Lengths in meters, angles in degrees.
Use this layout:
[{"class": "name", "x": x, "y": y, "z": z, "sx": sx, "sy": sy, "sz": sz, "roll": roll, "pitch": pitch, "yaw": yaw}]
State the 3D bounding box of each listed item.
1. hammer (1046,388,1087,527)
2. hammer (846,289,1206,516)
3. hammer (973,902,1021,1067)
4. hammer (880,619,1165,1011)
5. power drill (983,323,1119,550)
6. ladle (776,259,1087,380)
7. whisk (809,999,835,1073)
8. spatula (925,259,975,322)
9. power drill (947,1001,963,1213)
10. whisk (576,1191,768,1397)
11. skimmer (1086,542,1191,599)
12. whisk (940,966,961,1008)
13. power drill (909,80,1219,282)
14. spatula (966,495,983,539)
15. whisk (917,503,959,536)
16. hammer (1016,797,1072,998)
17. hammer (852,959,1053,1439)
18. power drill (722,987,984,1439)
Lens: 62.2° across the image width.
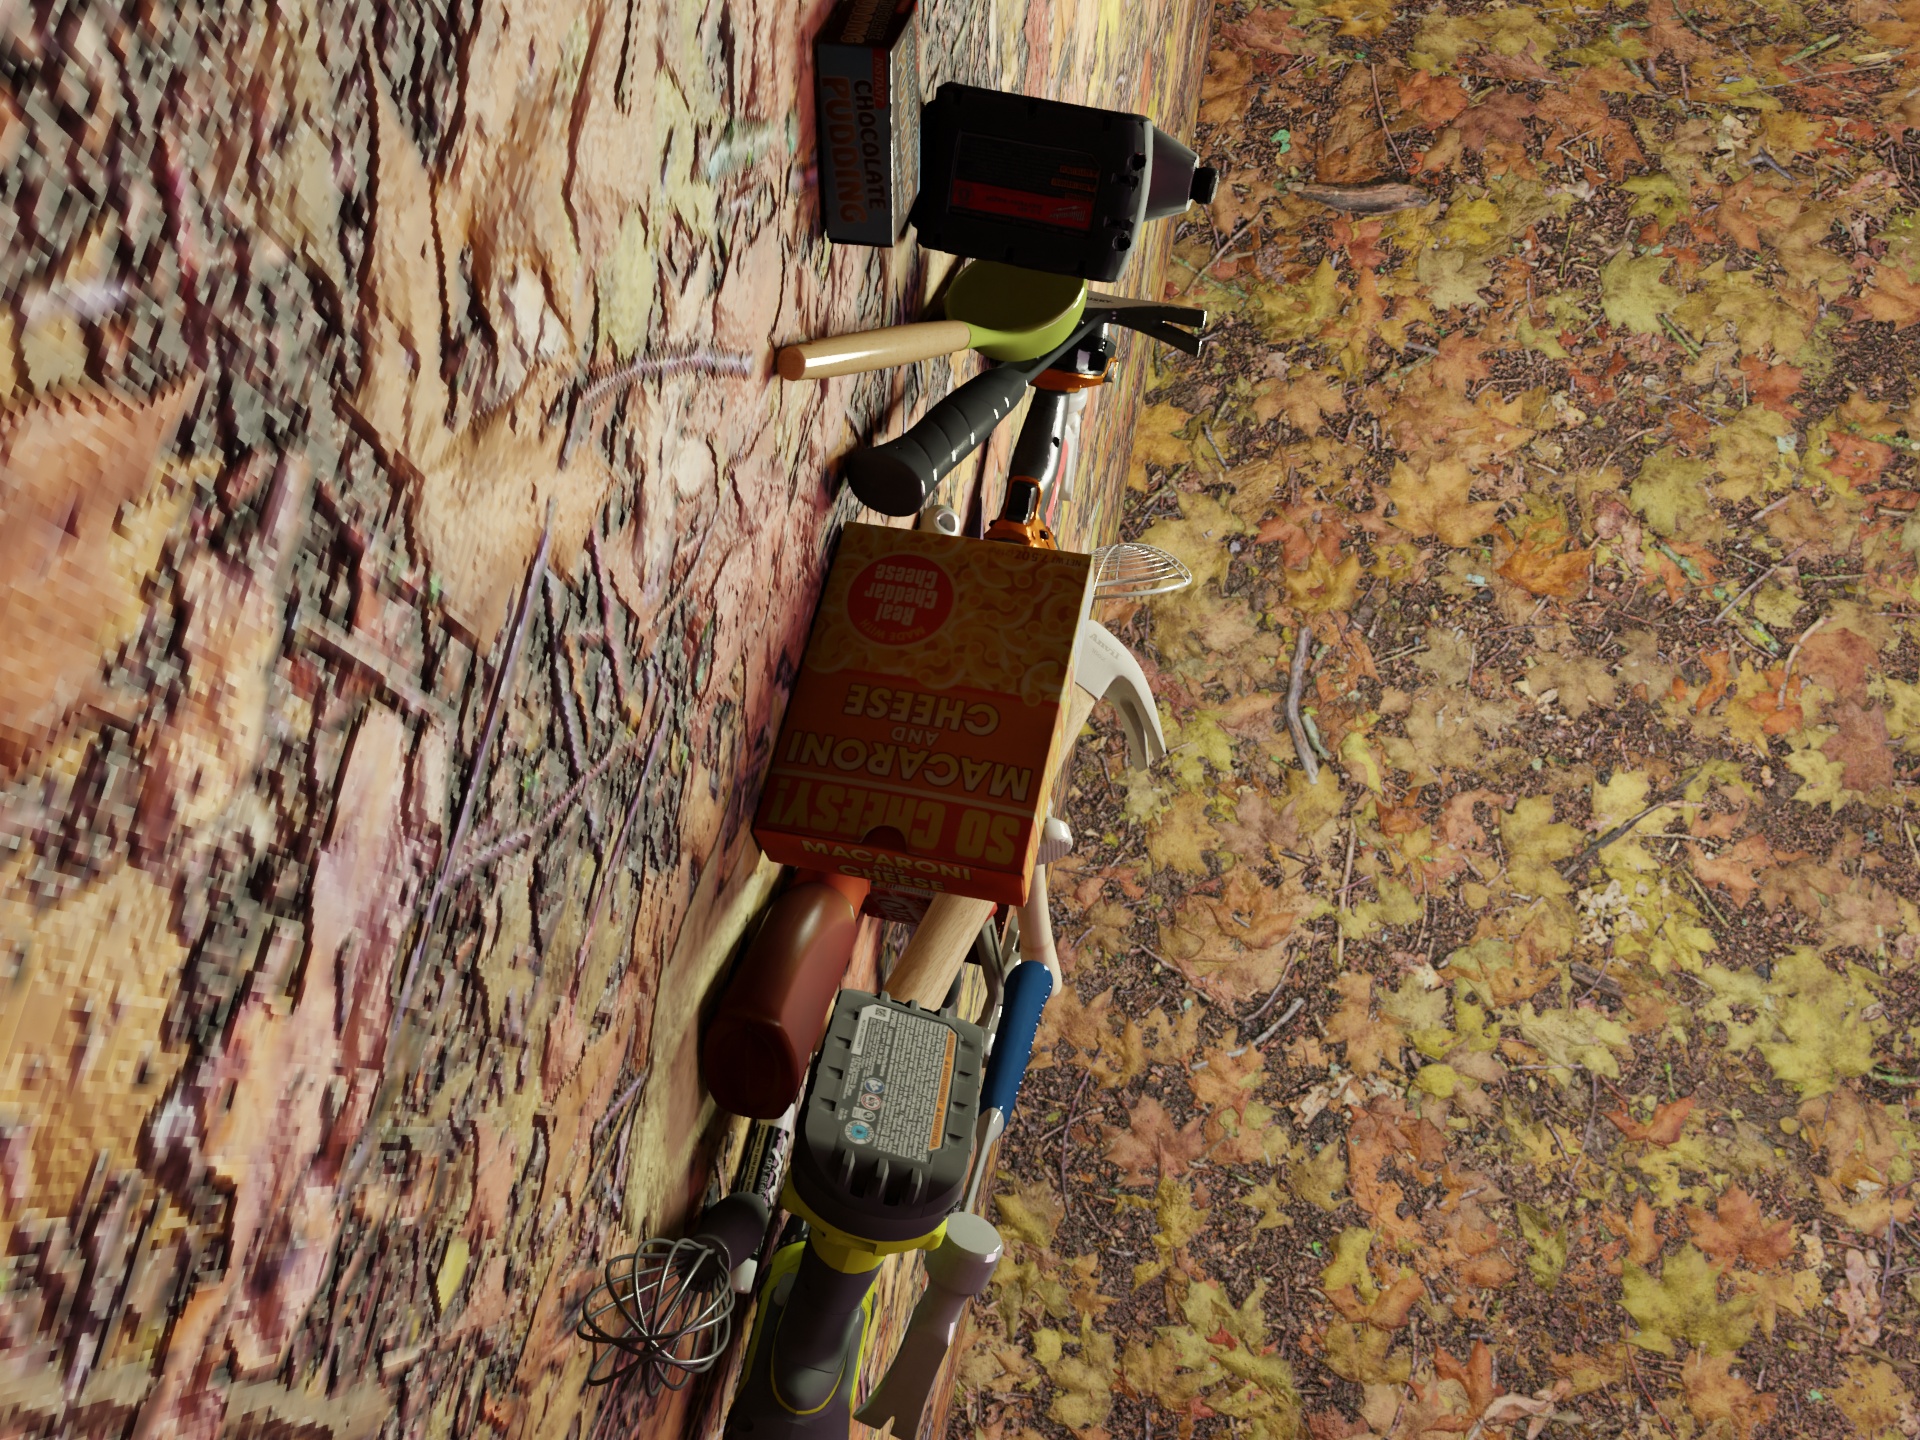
[{"class": "hammer", "x": 0.060, "y": -0.138, "z": 1.431, "sx": 0.143, "sy": 0.038, "sz": 0.387, "roll": 93, "pitch": 10, "yaw": -50}, {"class": "hammer", "x": 0.033, "y": -0.193, "z": 0.904, "sx": 0.409, "sy": 0.149, "sz": 0.036, "roll": -54, "pitch": 154, "yaw": -58}, {"class": "hammer", "x": 0.016, "y": 0.129, "z": 1.262, "sx": 0.358, "sy": 0.037, "sz": 0.149, "roll": 78, "pitch": 28, "yaw": -50}, {"class": "hammer", "x": 0.028, "y": 0.064, "z": 0.942, "sx": 0.031, "sy": 0.130, "sz": 0.331, "roll": -43, "pitch": -167, "yaw": 53}, {"class": "power drill", "x": 0.052, "y": -0.190, "z": 1.161, "sx": 0.164, "sy": 0.084, "sz": 0.226, "roll": -53, "pitch": 155, "yaw": -73}, {"class": "ladle", "x": -0.012, "y": -0.192, "z": 0.747, "sx": 0.320, "sy": 0.078, "sz": 0.062, "roll": -39, "pitch": 129, "yaw": -64}, {"class": "whisk", "x": -0.071, "y": 0.186, "z": 0.878, "sx": 0.244, "sy": 0.051, "sz": 0.047, "roll": 84, "pitch": 23, "yaw": -54}, {"class": "spatula", "x": 0.017, "y": -0.291, "z": 0.982, "sx": 0.318, "sy": 0.044, "sz": 0.082, "roll": -62, "pitch": 161, "yaw": -52}, {"class": "power drill", "x": -0.031, "y": 0.279, "z": 1.169, "sx": 0.226, "sy": 0.080, "sz": 0.188, "roll": 82, "pitch": 12, "yaw": -78}, {"class": "whisk", "x": -0.108, "y": 0.227, "z": 0.657, "sx": 0.239, "sy": 0.055, "sz": 0.055, "roll": 73, "pitch": 28, "yaw": -83}, {"class": "skimmer", "x": 0.085, "y": -0.019, "z": 1.374, "sx": 0.090, "sy": 0.127, "sz": 0.363, "roll": 49, "pitch": 58, "yaw": -36}, {"class": "whisk", "x": -0.013, "y": 0.110, "z": 1.072, "sx": 0.284, "sy": 0.070, "sz": 0.070, "roll": 91, "pitch": 12, "yaw": -46}, {"class": "power drill", "x": 0.061, "y": -0.293, "z": 0.855, "sx": 0.220, "sy": 0.143, "sz": 0.078, "roll": -58, "pitch": 159, "yaw": -65}, {"class": "spatula", "x": 0.001, "y": -0.034, "z": 0.902, "sx": 0.316, "sy": 0.018, "sz": 0.059, "roll": -86, "pitch": -168, "yaw": -55}, {"class": "whisk", "x": -0.031, "y": -0.026, "z": 0.909, "sx": 0.059, "sy": 0.057, "sz": 0.247, "roll": -34, "pitch": -143, "yaw": 49}, {"class": "hammer", "x": 0.049, "y": 0.109, "z": 1.187, "sx": 0.410, "sy": 0.038, "sz": 0.146, "roll": 81, "pitch": -6, "yaw": -62}, {"class": "hammer", "x": 0.013, "y": 0.255, "z": 0.958, "sx": 0.405, "sy": 0.035, "sz": 0.144, "roll": -59, "pitch": 171, "yaw": -71}, {"class": "power drill", "x": -0.057, "y": 0.248, "z": 0.803, "sx": 0.191, "sy": 0.080, "sz": 0.228, "roll": -78, "pitch": -175, "yaw": -58}]
